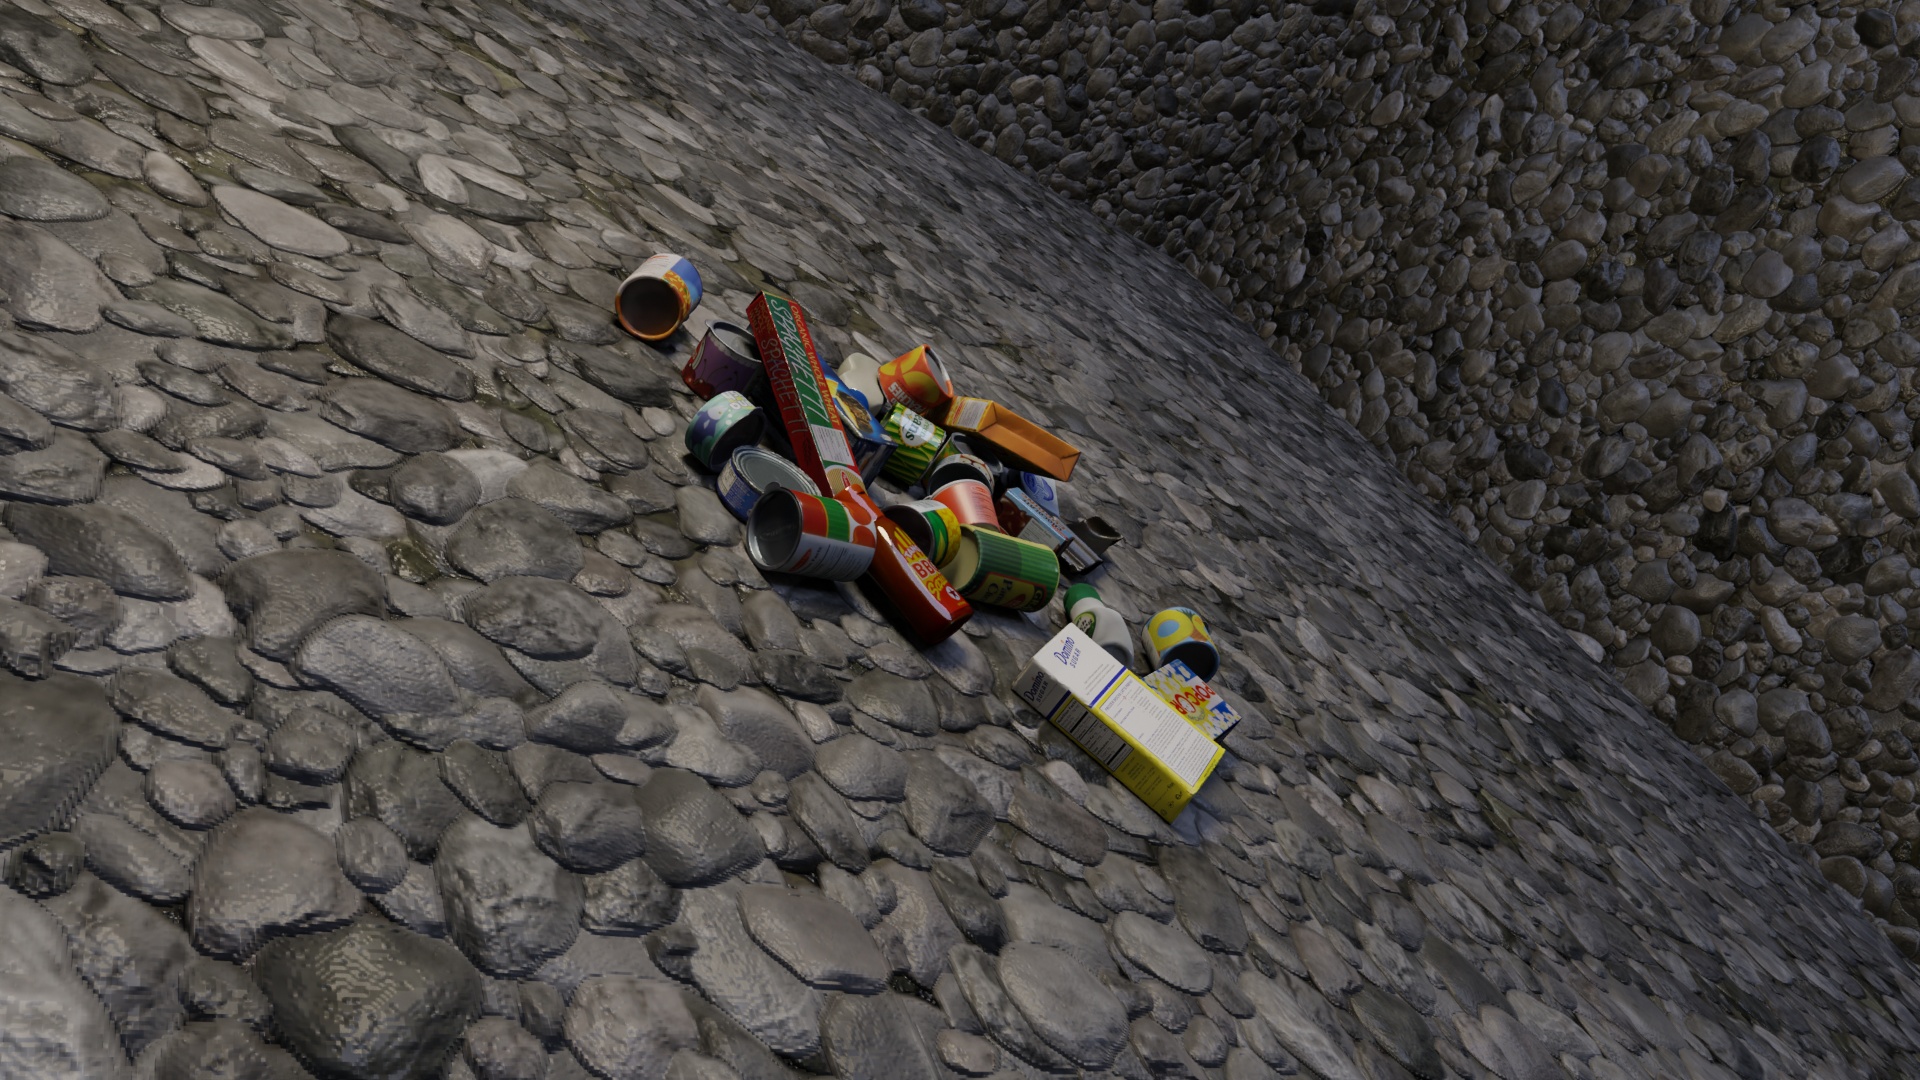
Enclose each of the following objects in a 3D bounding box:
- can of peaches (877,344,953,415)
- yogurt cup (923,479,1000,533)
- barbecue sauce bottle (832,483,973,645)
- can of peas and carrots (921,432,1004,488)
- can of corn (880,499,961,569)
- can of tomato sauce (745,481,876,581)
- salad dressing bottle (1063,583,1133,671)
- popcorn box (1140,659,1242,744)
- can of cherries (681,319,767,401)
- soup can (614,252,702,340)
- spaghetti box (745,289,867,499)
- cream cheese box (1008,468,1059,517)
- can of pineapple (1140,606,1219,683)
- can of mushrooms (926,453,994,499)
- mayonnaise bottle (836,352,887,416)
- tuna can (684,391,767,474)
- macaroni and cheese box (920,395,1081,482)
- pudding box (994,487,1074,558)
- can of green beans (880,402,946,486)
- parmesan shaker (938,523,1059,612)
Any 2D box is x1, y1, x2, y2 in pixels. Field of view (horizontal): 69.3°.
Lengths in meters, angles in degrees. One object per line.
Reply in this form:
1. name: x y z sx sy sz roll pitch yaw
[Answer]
1. can of peaches: -0.048 -0.168 1.490 0.071 0.058 0.071 57 17 -28
2. yogurt cup: 0.005 -0.017 1.329 0.072 0.072 0.054 18 36 -39
3. barbecue sauce bottle: -0.054 0.019 1.163 0.148 0.043 0.065 49 19 11
4. can of peas and carrots: 0.003 -0.067 1.436 0.071 0.058 0.071 31 22 -14
5. can of corn: -0.040 0.001 1.223 0.071 0.071 0.058 42 21 15
6. can of tomato sauce: -0.119 -0.005 1.110 0.083 0.071 0.071 12 31 -48
7. salad dressing bottle: 0.127 0.084 1.312 0.044 0.064 0.148 11 18 -10
8. popcorn box: 0.204 0.161 1.291 0.085 0.038 0.127 44 23 16
9. can of cherries: -0.221 -0.166 1.303 0.071 0.058 0.072 31 23 -14
10. soup can: -0.287 -0.231 1.332 0.071 0.071 0.084 32 22 -11
11. spaghetti box: -0.138 -0.118 1.265 0.050 0.028 0.251 11 51 -51
12. cream cheese box: 0.083 -0.053 1.574 0.053 0.024 0.104 32 22 -14
13. can of pineapple: 0.221 0.108 1.386 0.071 0.070 0.058 26 24 -24
14. can of mushrooms: 0.002 -0.050 1.389 0.071 0.070 0.033 33 20 -8
15. mayonnaise bottle: -0.109 -0.154 1.472 0.065 0.041 0.149 38 22 -9
16. tuna can: -0.197 -0.093 1.171 0.033 0.071 0.071 41 22 16
17. macaroni and cheese box: 0.037 -0.115 1.520 0.123 0.040 0.166 28 -4 -27
18. pudding box: 0.070 -0.011 1.430 0.084 0.049 0.030 41 20 13
19. can of green beans: -0.057 -0.097 1.397 0.058 0.071 0.071 32 21 -11
20. parmesan shaker: 0.030 0.027 1.278 0.103 0.071 0.071 14 30 -42
